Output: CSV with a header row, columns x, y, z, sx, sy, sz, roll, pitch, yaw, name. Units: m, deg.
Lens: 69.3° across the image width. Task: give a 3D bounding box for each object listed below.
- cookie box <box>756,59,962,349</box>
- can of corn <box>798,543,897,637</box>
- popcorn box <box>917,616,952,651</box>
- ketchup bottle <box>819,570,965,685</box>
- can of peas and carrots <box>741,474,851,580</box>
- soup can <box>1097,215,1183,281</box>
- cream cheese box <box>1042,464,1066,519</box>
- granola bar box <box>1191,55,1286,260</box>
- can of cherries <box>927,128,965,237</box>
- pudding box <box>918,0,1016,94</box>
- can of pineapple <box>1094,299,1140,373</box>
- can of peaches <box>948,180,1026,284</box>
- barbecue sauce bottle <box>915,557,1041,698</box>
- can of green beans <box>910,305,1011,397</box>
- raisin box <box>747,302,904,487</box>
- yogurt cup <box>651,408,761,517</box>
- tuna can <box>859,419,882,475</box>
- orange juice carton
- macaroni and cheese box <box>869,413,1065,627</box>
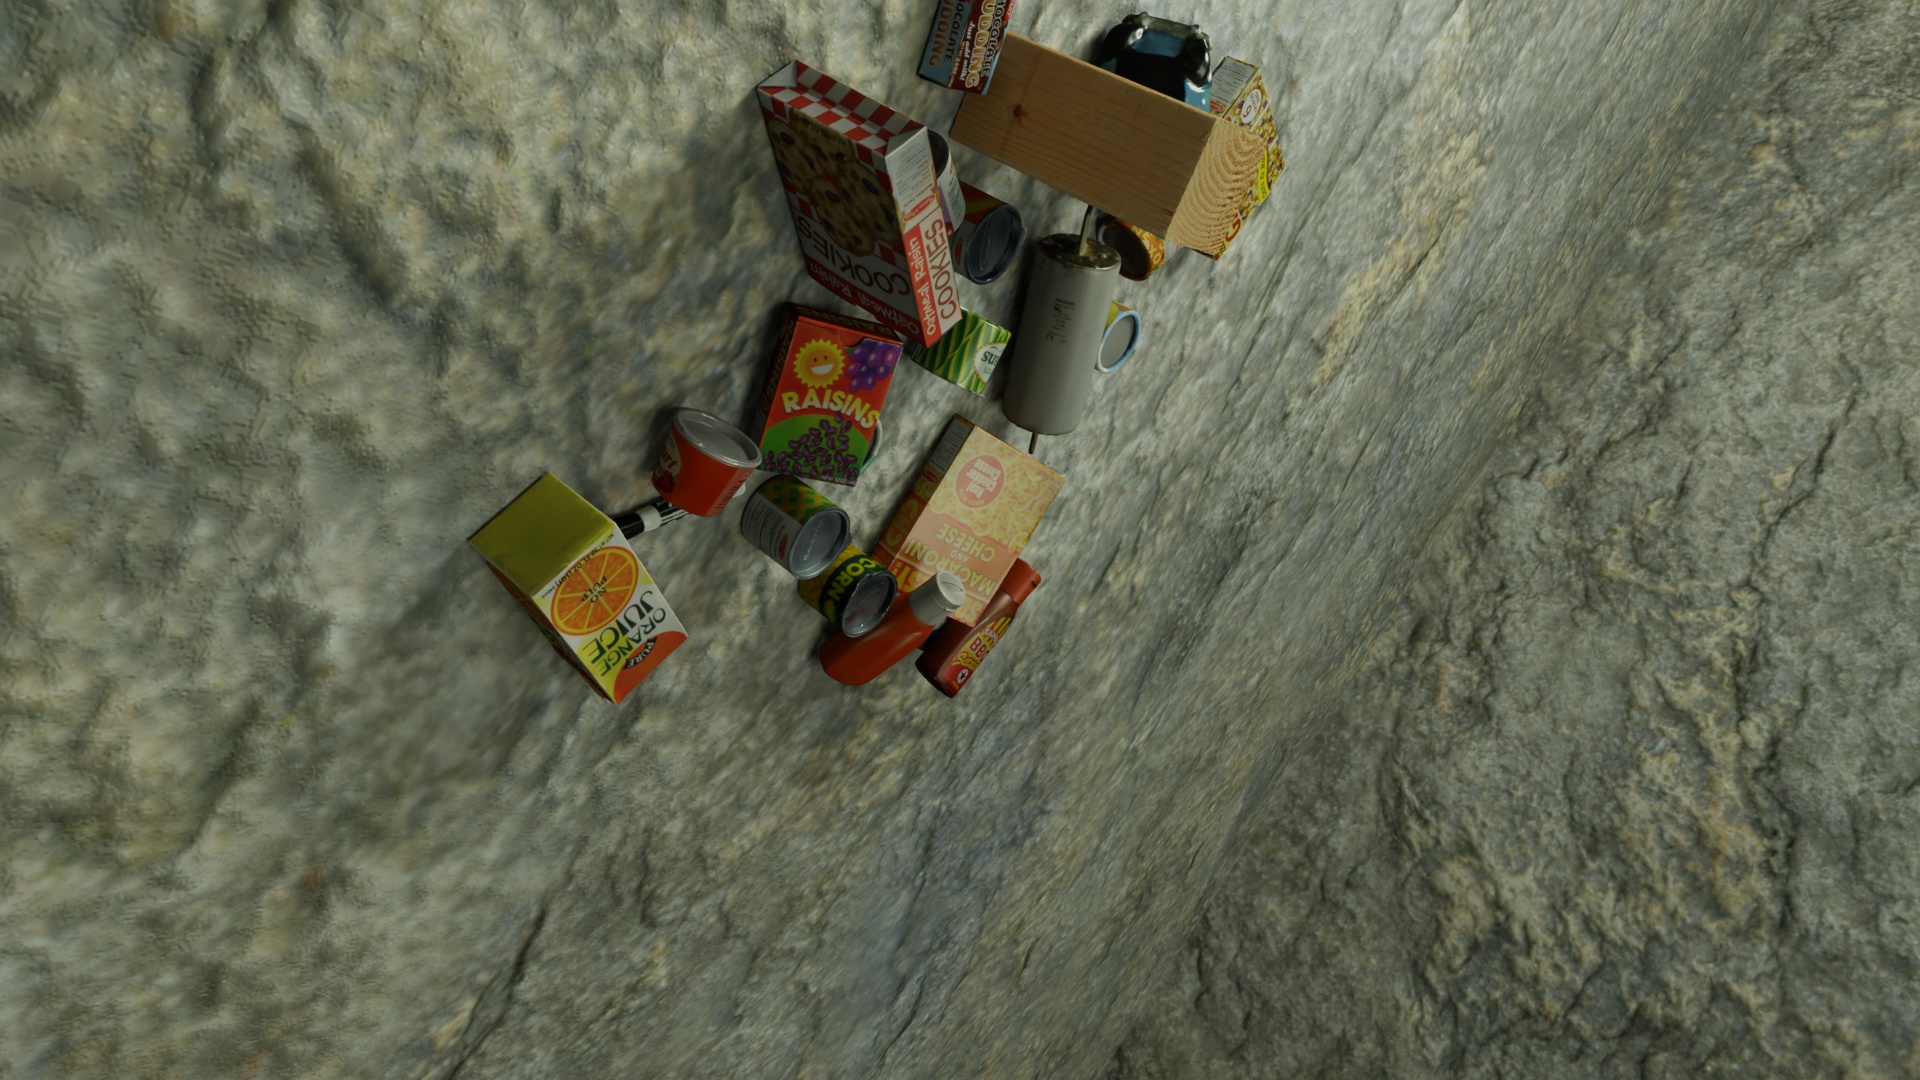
x,y,z,sx,sy,sz,roll,pitch,yaw,name
-0.065,-0.221,0.930,0.040,0.123,0.166,-43,148,-21,cookie box
-0.099,0.039,1.210,0.071,0.058,0.070,-37,146,-30,can of corn
0.000,0.060,1.399,0.127,0.038,0.085,-6,123,-54,popcorn box
-0.058,0.079,1.256,0.148,0.044,0.065,-36,145,30,ketchup bottle
-0.130,-0.012,1.111,0.071,0.059,0.070,-38,147,-30,can of peas and carrots
0.179,-0.288,1.283,0.084,0.071,0.071,-43,149,-22,soup can
0.062,-0.044,1.403,0.104,0.024,0.053,-13,128,-51,cream cheese box
0.256,-0.367,1.352,0.124,0.039,0.165,-53,151,-4,granola bar box
-0.037,-0.254,1.005,0.071,0.071,0.058,-48,151,-15,can of cherries
0.007,-0.364,0.991,0.050,0.030,0.083,-13,130,-52,pudding box
0.129,-0.200,1.312,0.071,0.058,0.070,-37,145,-31,can of pineapple
0.007,-0.242,1.086,0.071,0.058,0.070,-37,145,-31,can of peaches
0.020,0.082,1.365,0.149,0.044,0.064,-49,149,-12,barbecue sauce bottle
0.001,-0.161,1.149,0.071,0.071,0.057,11,110,-59,can of green beans
-0.104,-0.108,1.038,0.086,0.040,0.123,11,114,-25,raisin box
-0.183,-0.053,0.987,0.072,0.072,0.053,2,125,-57,yogurt cup
-0.098,-0.079,1.118,0.071,0.033,0.070,-37,146,-31,tuna can
-0.254,0.047,0.969,0.072,0.073,0.191,-45,150,-19,orange juice carton
0.005,-0.016,1.285,0.123,0.040,0.166,28,96,-36,macaroni and cheese box
